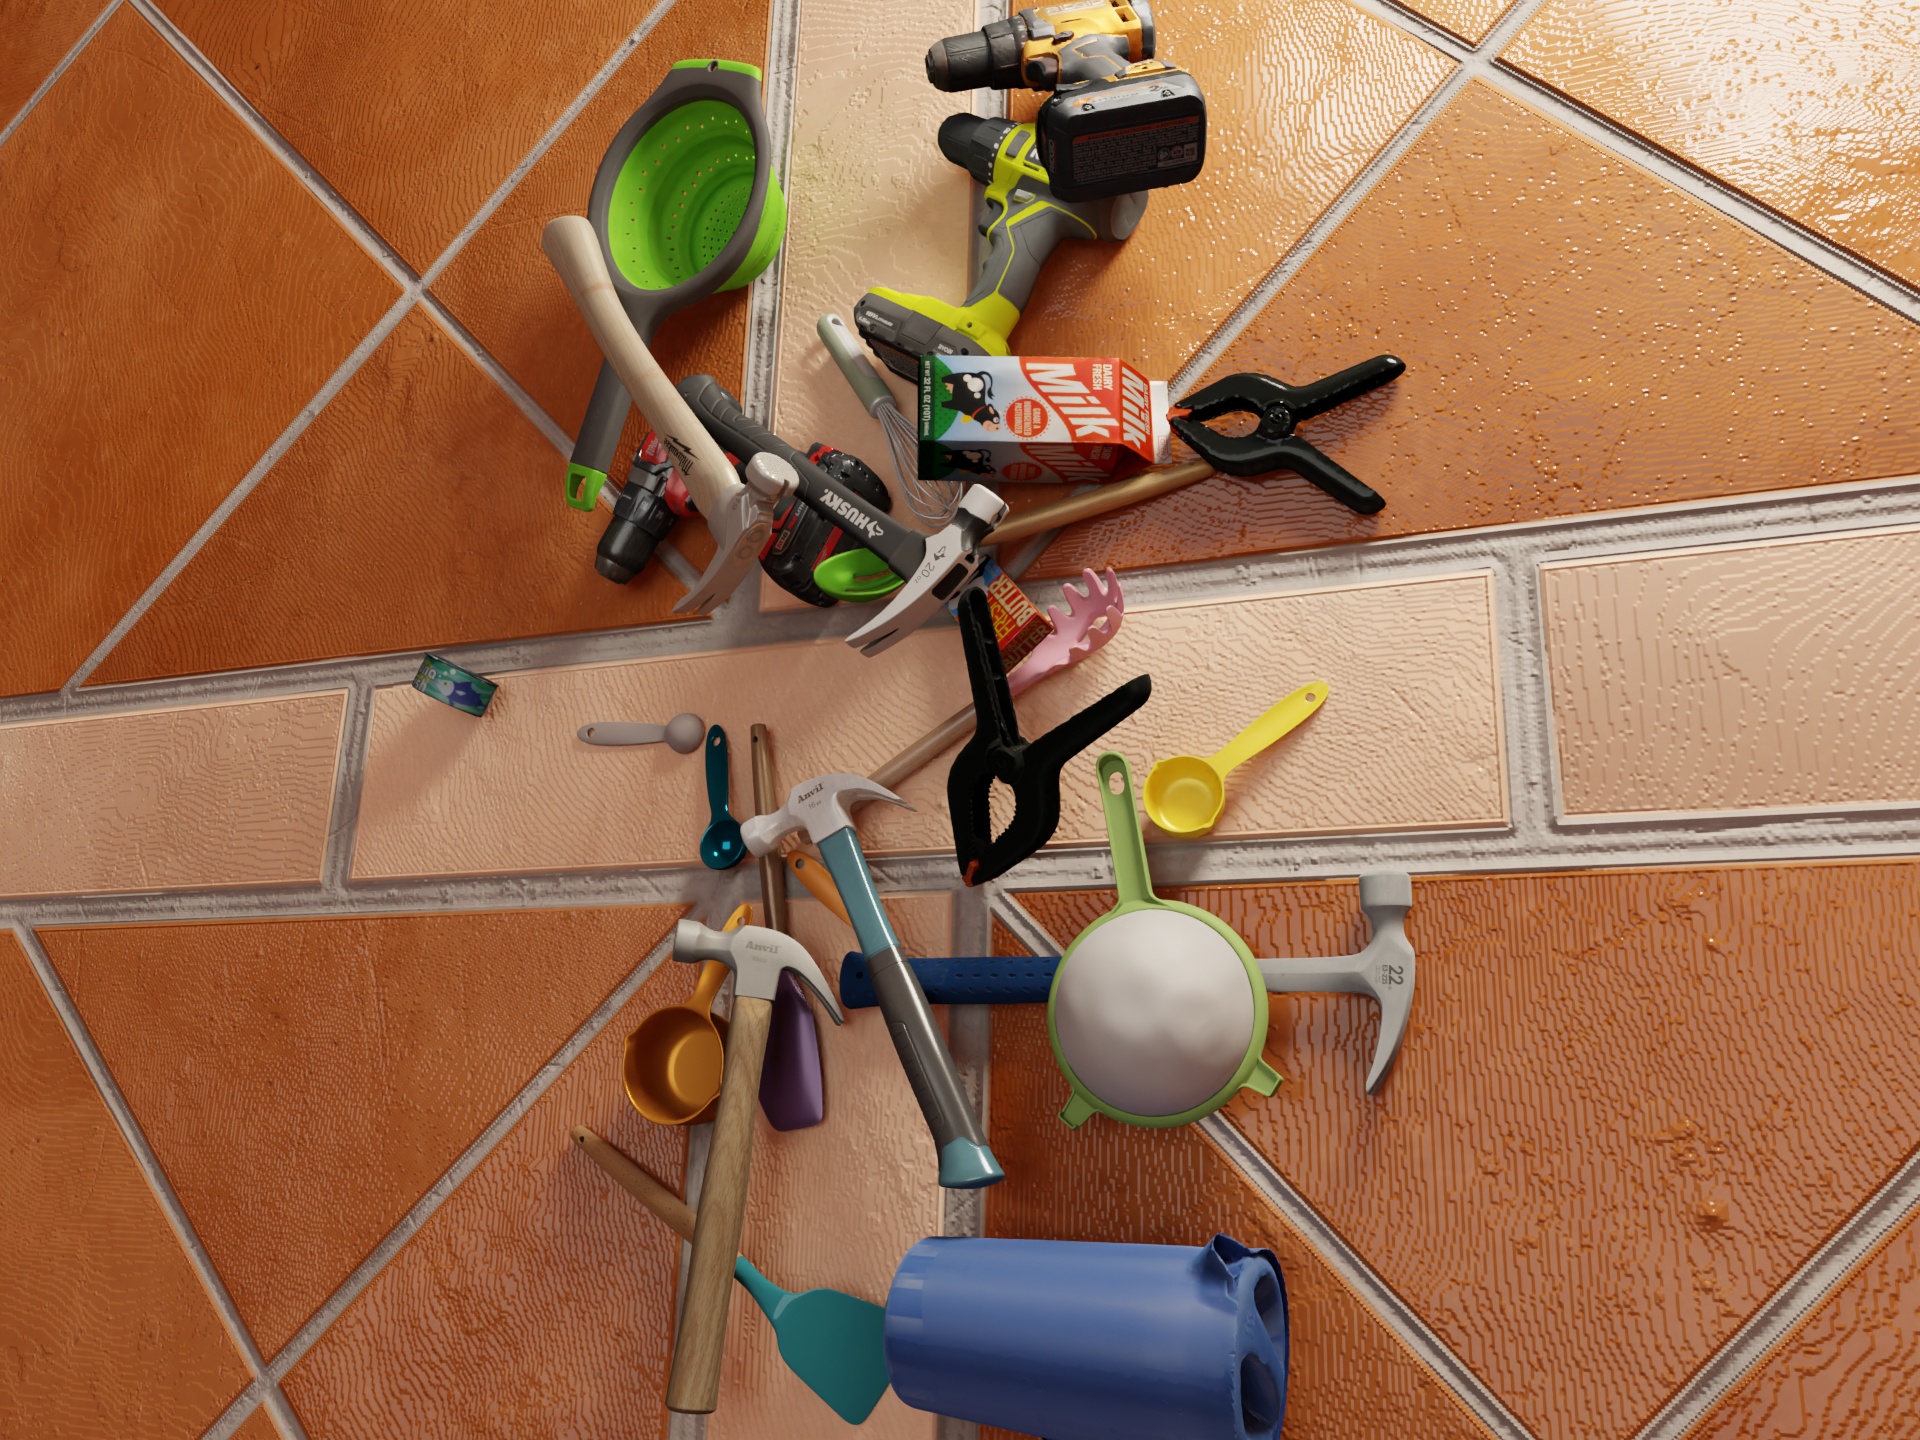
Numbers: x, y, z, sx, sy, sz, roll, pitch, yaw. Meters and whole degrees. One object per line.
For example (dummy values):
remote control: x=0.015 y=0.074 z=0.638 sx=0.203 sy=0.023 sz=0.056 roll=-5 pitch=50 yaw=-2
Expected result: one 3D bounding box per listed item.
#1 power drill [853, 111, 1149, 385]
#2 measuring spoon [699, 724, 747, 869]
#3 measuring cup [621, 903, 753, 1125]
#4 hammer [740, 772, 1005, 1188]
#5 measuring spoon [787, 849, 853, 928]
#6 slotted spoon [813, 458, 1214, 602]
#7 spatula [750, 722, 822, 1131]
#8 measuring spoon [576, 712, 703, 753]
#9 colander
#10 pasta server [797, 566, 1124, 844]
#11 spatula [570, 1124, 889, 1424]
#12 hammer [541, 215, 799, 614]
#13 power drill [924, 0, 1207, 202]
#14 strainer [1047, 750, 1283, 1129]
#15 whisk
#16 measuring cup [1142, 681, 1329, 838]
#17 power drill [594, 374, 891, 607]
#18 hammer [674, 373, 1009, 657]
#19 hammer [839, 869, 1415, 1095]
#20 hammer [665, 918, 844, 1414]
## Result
power drill: x=0.016 y=-0.380 z=1.282 sx=0.191 sy=0.080 sz=0.228 roll=31 pitch=85 yaw=26
measuring spoon: x=-0.188 y=0.062 z=1.272 sx=0.042 sy=0.021 sz=0.129 roll=-20 pitch=59 yaw=20
measuring cup: x=-0.187 y=0.222 z=1.202 sx=0.095 sy=0.052 sz=0.174 roll=21 pitch=82 yaw=26
hammer: x=-0.051 y=0.179 z=1.127 sx=0.128 sy=0.033 sz=0.331 roll=-31 pitch=60 yaw=11
measuring spoon: x=-0.096 y=0.136 z=1.210 sx=0.117 sy=0.011 sz=0.021 roll=41 pitch=92 yaw=28
slotted spoon: x=0.040 y=-0.145 z=1.210 sx=0.314 sy=0.031 sz=0.070 roll=-17 pitch=35 yaw=8
spatula: x=-0.144 y=0.153 z=1.221 sx=0.060 sy=0.018 sz=0.316 roll=-15 pitch=71 yaw=23
measuring spoon: x=-0.269 y=0.009 z=1.316 sx=0.124 sy=0.018 sz=0.034 roll=-1 pitch=75 yaw=23
colander: x=-0.245 y=-0.363 z=1.380 sx=0.205 sy=0.094 sz=0.397 roll=20 pitch=91 yaw=33
pasta server: x=-0.002 y=-0.004 z=1.199 sx=0.316 sy=0.040 sz=0.060 roll=-36 pitch=39 yaw=11
spatula: x=-0.177 y=0.386 z=1.165 sx=0.318 sy=0.044 sz=0.082 roll=28 pitch=87 yaw=32
hammer: x=-0.259 y=-0.267 z=1.282 sx=0.146 sy=0.038 sz=0.411 roll=-52 pitch=54 yaw=28
power drill: x=0.079 y=-0.487 z=1.229 sx=0.185 sy=0.084 sz=0.226 roll=-12 pitch=46 yaw=-4
strainer: x=0.113 y=0.137 z=1.051 sx=0.151 sy=0.069 sz=0.256 roll=-14 pitch=71 yaw=18
whisk: x=-0.059 y=-0.250 z=1.292 sx=0.059 sy=0.057 sz=0.247 roll=-53 pitch=54 yaw=34
measuring cup: x=0.197 y=0.026 z=1.120 sx=0.156 sy=0.029 sz=0.062 roll=-37 pitch=64 yaw=-4
power drill: x=-0.190 y=-0.169 z=1.307 sx=0.227 sy=0.080 sz=0.188 roll=27 pitch=86 yaw=30
hammer: x=-0.121 y=-0.177 z=1.210 sx=0.335 sy=0.035 sz=0.146 roll=37 pitch=91 yaw=33
hammer: x=0.105 y=0.183 z=1.099 sx=0.405 sy=0.035 sz=0.144 roll=-5 pitch=73 yaw=21
hammer: x=-0.162 y=0.312 z=1.126 sx=0.130 sy=0.031 sz=0.331 roll=9 pitch=74 yaw=-8
